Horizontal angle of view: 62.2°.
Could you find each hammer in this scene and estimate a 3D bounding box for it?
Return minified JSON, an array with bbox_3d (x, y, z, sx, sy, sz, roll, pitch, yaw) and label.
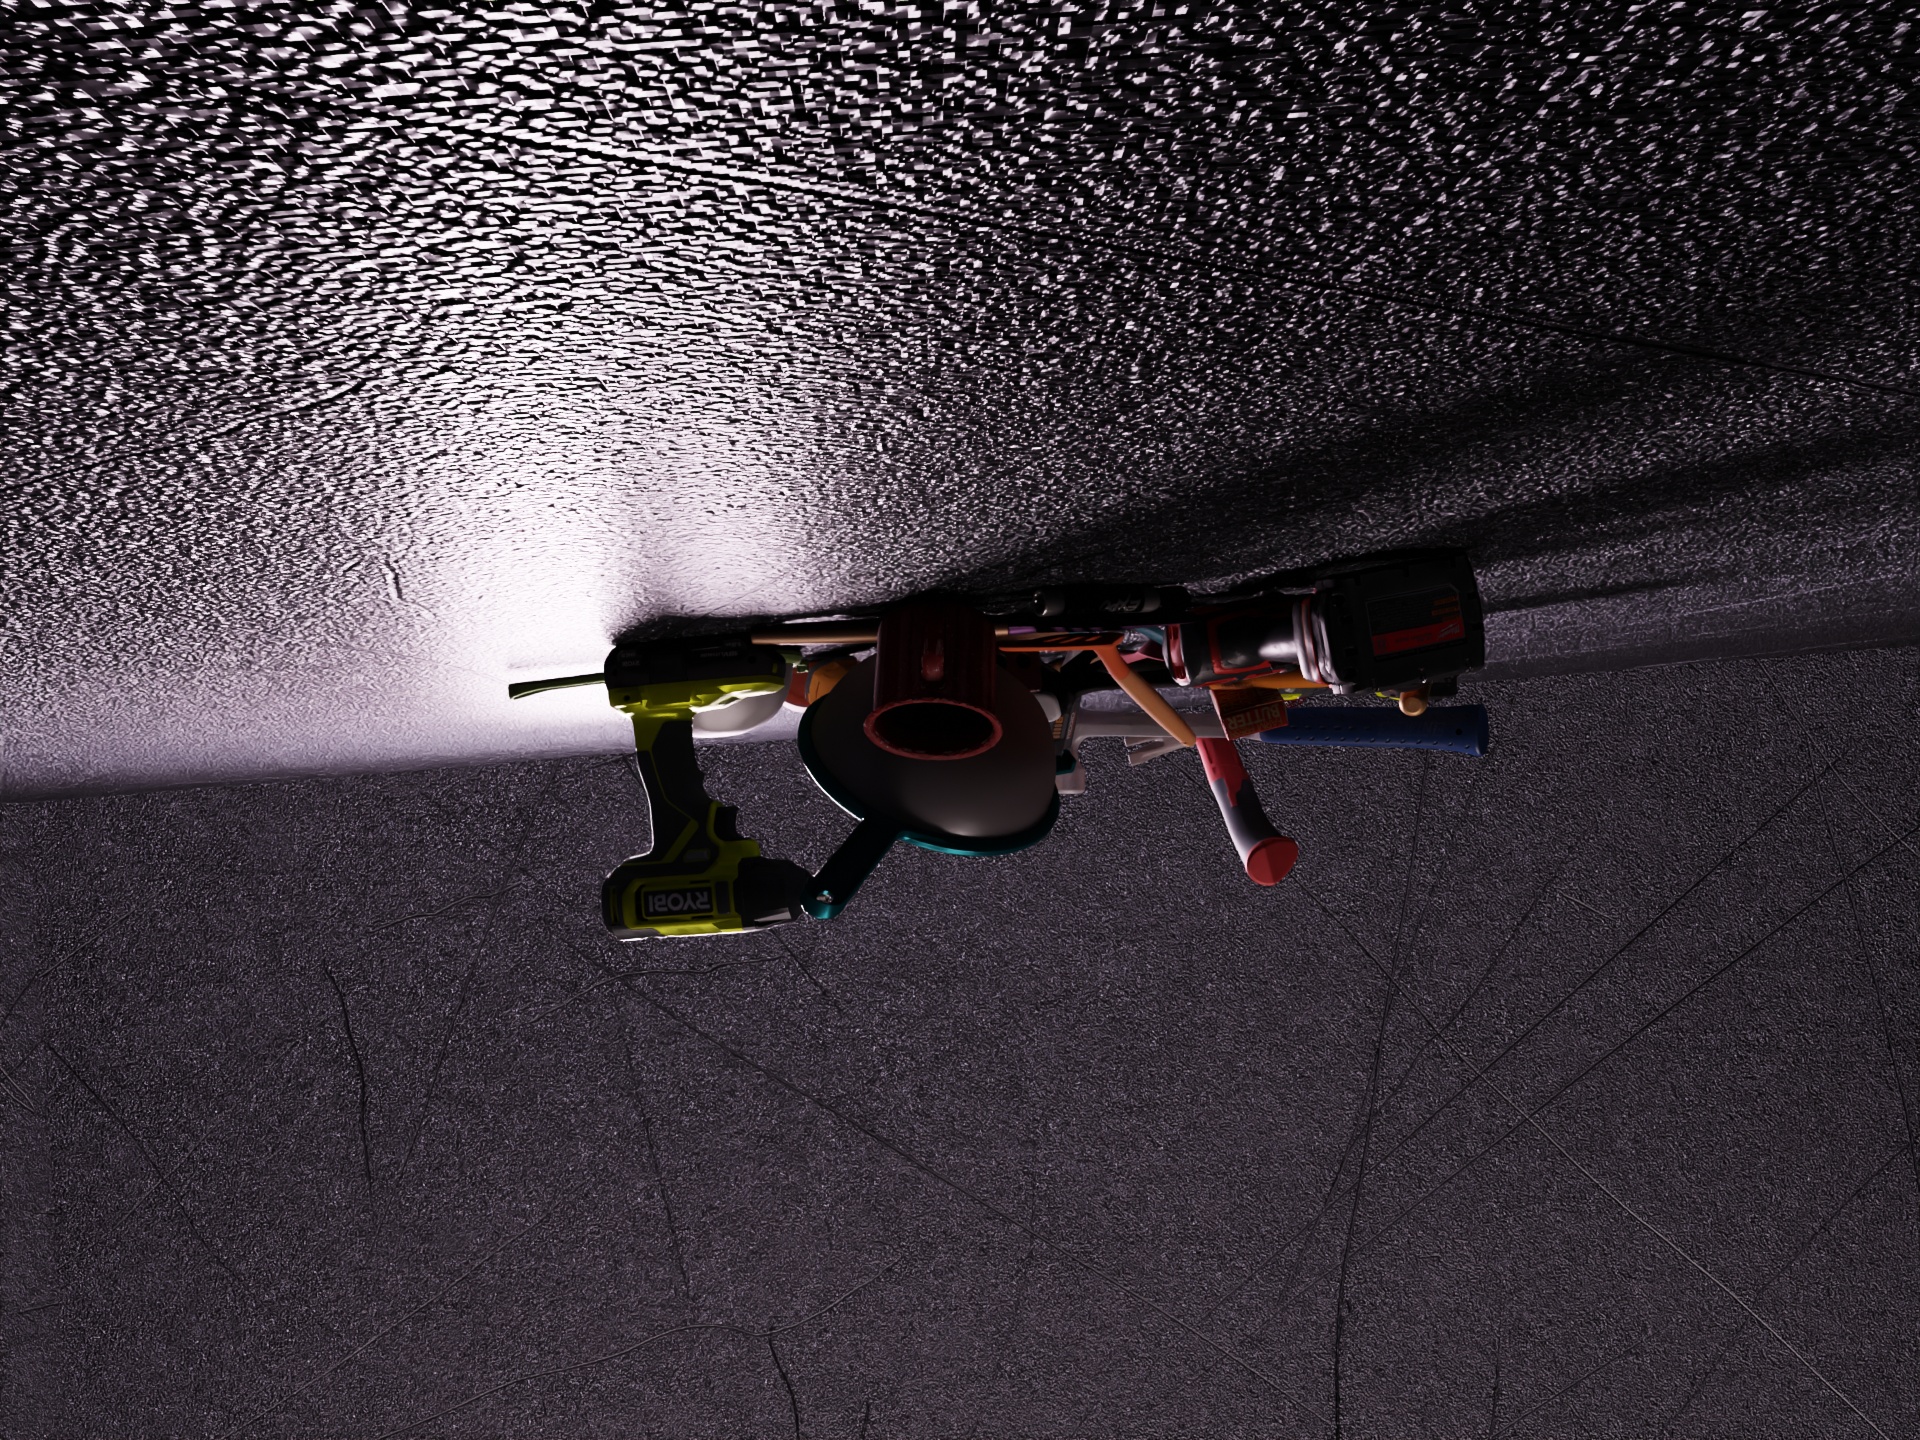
[{"bbox_3d":[0.234,0.065,1.459,0.143,0.038,0.386,-15,-164,6],"label":"hammer"},{"bbox_3d":[0.223,-0.040,1.309,0.337,0.034,0.127,-1,-156,39],"label":"hammer"},{"bbox_3d":[0.256,-0.001,1.401,0.405,0.144,0.035,1,180,34],"label":"hammer"}]

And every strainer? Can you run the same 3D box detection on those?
[{"bbox_3d":[-0.030,0.027,1.147,0.211,0.095,0.340,26,-152,7],"label":"strainer"},{"bbox_3d":[-0.258,-0.015,1.344,0.256,0.069,0.151,-7,178,7],"label":"strainer"}]

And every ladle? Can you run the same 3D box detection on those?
[{"bbox_3d":[0.155,-0.062,1.611,0.069,0.031,0.315,-1,178,-25],"label":"ladle"}]

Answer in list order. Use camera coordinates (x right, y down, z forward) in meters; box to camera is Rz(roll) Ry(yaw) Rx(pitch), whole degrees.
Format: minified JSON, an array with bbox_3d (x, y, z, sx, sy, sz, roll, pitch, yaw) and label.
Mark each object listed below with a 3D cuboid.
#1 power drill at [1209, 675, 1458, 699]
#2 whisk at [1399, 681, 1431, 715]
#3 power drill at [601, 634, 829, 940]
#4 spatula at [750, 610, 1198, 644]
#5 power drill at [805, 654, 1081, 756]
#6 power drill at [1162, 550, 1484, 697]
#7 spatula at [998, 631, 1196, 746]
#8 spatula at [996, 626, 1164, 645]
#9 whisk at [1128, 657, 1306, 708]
[{"bbox_3d":[0.368,-0.055,1.618,0.228,0.080,0.190,-3,179,41],"label":"power drill"},{"bbox_3d":[0.383,-0.054,1.316,0.047,0.051,0.245,-32,-174,26],"label":"whisk"},{"bbox_3d":[-0.190,0.051,1.215,0.171,0.223,0.080,-5,178,7],"label":"power drill"},{"bbox_3d":[0.008,-0.067,1.127,0.316,0.018,0.060,-2,-166,3],"label":"spatula"},{"bbox_3d":[-0.002,-0.005,1.413,0.226,0.084,0.186,-2,-158,-31],"label":"power drill"},{"bbox_3d":[0.272,-0.067,1.127,0.188,0.080,0.227,-11,-176,-20],"label":"power drill"},{"bbox_3d":[0.126,-0.021,1.197,0.081,0.041,0.322,0,163,25],"label":"spatula"},{"bbox_3d":[0.057,-0.060,1.220,0.317,0.044,0.082,-2,-165,-22],"label":"spatula"},{"bbox_3d":[0.287,-0.053,1.783,0.295,0.073,0.073,4,174,-30],"label":"whisk"}]
